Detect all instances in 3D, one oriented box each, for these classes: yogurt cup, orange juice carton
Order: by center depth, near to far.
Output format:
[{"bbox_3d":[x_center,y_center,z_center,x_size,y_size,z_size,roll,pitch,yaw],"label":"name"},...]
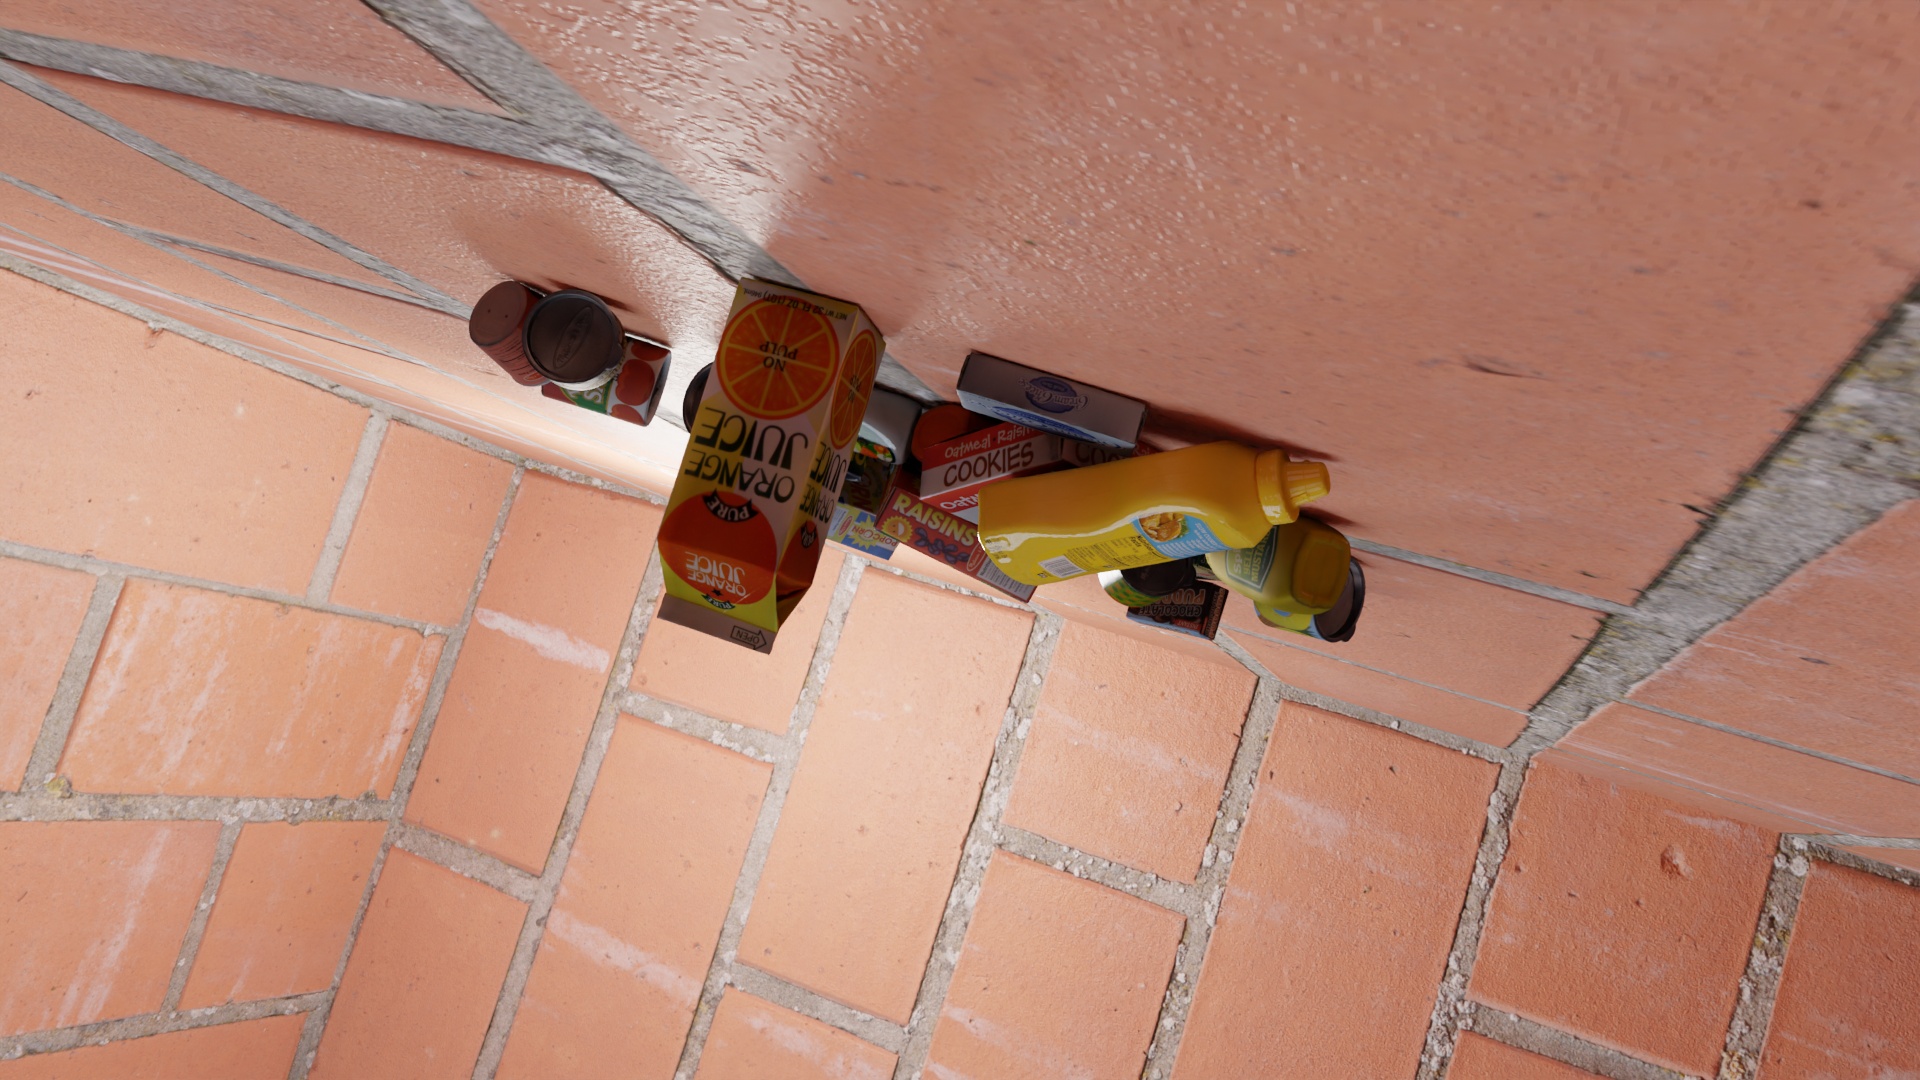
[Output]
[{"bbox_3d":[-0.108,-0.038,0.770,0.072,0.192,0.073,16,175,11],"label":"orange juice carton"},{"bbox_3d":[-0.322,-0.154,1.021,0.072,0.072,0.054,15,166,31],"label":"yogurt cup"}]

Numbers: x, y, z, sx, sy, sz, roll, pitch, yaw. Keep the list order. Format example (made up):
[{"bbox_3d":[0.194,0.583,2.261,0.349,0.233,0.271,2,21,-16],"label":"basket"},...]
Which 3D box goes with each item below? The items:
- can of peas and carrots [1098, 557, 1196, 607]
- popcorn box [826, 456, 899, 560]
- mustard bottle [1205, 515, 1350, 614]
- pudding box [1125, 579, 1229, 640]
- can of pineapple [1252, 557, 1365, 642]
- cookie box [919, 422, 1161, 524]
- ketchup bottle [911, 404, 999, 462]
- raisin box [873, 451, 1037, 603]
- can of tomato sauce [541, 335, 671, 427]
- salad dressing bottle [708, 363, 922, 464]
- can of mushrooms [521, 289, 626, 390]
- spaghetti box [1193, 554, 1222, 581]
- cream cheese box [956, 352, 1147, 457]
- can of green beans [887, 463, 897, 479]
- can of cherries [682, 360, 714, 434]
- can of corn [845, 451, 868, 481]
[{"bbox_3d":[0.157,0.021,1.172,0.071,0.071,0.058,18,164,-7],"label":"can of peas and carrots"},{"bbox_3d":[-0.093,-0.049,1.123,0.085,0.038,0.127,21,-147,-26],"label":"popcorn box"},{"bbox_3d":[0.210,0.012,0.970,0.049,0.065,0.160,15,180,-18],"label":"mustard bottle"},{"bbox_3d":[0.194,0.057,1.250,0.084,0.049,0.030,12,172,44],"label":"pudding box"},{"bbox_3d":[0.264,0.041,1.054,0.071,0.071,0.058,23,174,-42],"label":"can of pineapple"},{"bbox_3d":[0.075,-0.031,0.901,0.167,0.040,0.122,22,154,-40],"label":"cookie box"},{"bbox_3d":[0.039,-0.051,0.977,0.149,0.043,0.064,21,169,-38],"label":"ketchup bottle"},{"bbox_3d":[0.004,-0.013,0.998,0.123,0.040,0.086,27,-156,-7],"label":"raisin box"},{"bbox_3d":[-0.275,-0.131,1.082,0.083,0.071,0.071,18,175,-6],"label":"can of tomato sauce"},{"bbox_3d":[-0.103,-0.096,0.978,0.148,0.044,0.064,17,162,5],"label":"salad dressing bottle"},{"bbox_3d":[-0.266,-0.138,0.968,0.071,0.071,0.033,18,175,-2],"label":"can of mushrooms"},{"bbox_3d":[0.185,0.015,1.285,0.050,0.028,0.250,19,175,-17],"label":"spaghetti box"},{"bbox_3d":[0.051,-0.075,0.779,0.104,0.024,0.053,18,176,6],"label":"cream cheese box"},{"bbox_3d":[-0.021,-0.050,1.073,0.071,0.071,0.058,19,175,-10],"label":"can of green beans"},{"bbox_3d":[-0.167,-0.097,1.062,0.071,0.071,0.058,15,174,31],"label":"can of cherries"},{"bbox_3d":[-0.095,-0.081,1.038,0.071,0.058,0.071,18,175,2],"label":"can of corn"}]
